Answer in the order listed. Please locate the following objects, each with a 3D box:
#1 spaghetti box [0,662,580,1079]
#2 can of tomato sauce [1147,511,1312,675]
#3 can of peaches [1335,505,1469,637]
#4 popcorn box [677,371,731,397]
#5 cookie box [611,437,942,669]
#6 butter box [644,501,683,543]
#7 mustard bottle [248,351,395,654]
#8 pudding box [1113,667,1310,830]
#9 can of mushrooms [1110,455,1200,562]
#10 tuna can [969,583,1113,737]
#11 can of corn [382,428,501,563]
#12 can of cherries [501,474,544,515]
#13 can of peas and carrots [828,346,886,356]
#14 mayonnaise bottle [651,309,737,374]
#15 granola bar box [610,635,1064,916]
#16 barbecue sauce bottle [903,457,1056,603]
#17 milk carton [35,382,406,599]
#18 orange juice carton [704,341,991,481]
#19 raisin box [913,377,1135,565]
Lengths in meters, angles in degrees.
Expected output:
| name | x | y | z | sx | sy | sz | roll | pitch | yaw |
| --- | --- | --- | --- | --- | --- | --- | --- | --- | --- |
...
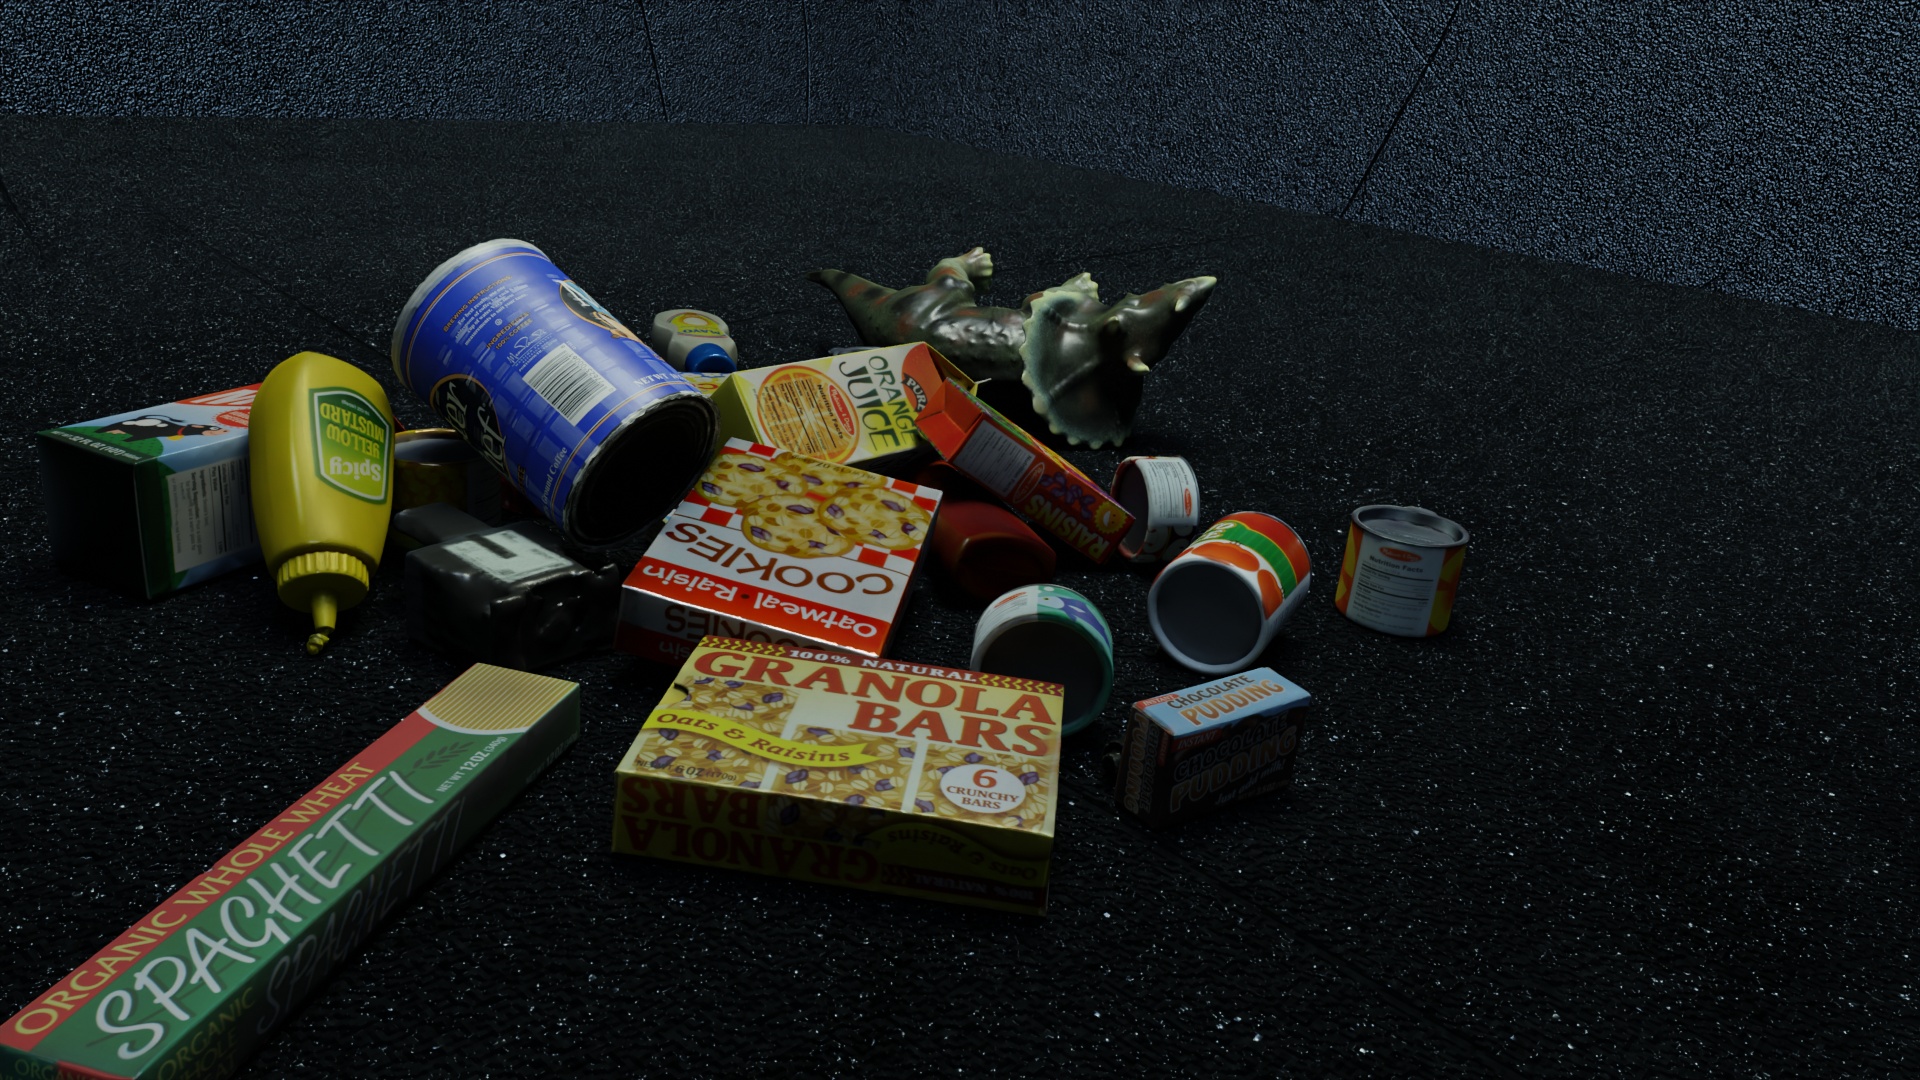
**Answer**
| name | x | y | z | sx | sy | sz | roll | pitch | yaw |
| --- | --- | --- | --- | --- | --- | --- | --- | --- | --- |
| spaghetti box | -0.212 | 0.109 | 0.482 | 0.050 | 0.028 | 0.251 | 9 | 21 | 10 |
| can of tomato sauce | 0.143 | 0.026 | 0.743 | 0.071 | 0.071 | 0.083 | 16 | 24 | 24 |
| can of peaches | 0.258 | 0.017 | 0.813 | 0.071 | 0.057 | 0.071 | 5 | 20 | -2 |
| popcorn box | -0.182 | -0.092 | 0.994 | 0.127 | 0.038 | 0.085 | 0 | 21 | -15 |
| cookie box | -0.086 | 0.013 | 0.703 | 0.123 | 0.040 | 0.168 | 15 | 30 | 2 |
| butter box | -0.134 | 0.003 | 0.782 | 0.053 | 0.024 | 0.104 | -9 | 26 | -33 |
| mustard bottle | -0.311 | -0.016 | 0.680 | 0.065 | 0.048 | 0.161 | 29 | 38 | -52 |
| pudding box | 0.109 | 0.088 | 0.599 | 0.084 | 0.049 | 0.030 | -9 | 27 | -35 |
| can of mushrooms | 0.118 | -0.018 | 0.856 | 0.033 | 0.070 | 0.071 | -1 | 22 | -16 |
| tuna can | 0.039 | 0.058 | 0.638 | 0.071 | 0.070 | 0.033 | 7 | 22 | 2 |
| can of corn | -0.289 | -0.025 | 0.763 | 0.071 | 0.058 | 0.071 | 6 | 21 | -2 |
| can of cherries | -0.252 | -0.052 | 0.844 | 0.071 | 0.058 | 0.072 | 6 | 22 | -2 |
| can of peas and carrots | -0.067 | -0.110 | 1.044 | 0.071 | 0.058 | 0.071 | 5 | 21 | -2 |
| mayonnaise bottle | -0.213 | -0.154 | 1.138 | 0.065 | 0.041 | 0.148 | 0 | 21 | -21 |
| granola bar box | -0.042 | 0.089 | 0.567 | 0.166 | 0.039 | 0.125 | 8 | 21 | 3 |
| barbecue sauce bottle | 0.003 | -0.010 | 0.829 | 0.065 | 0.043 | 0.149 | 12 | 17 | -23 |
| milk carton | -0.380 | -0.038 | 0.751 | 0.072 | 0.073 | 0.191 | 15 | 22 | 21 |
| orange juice carton | -0.068 | -0.074 | 0.885 | 0.193 | 0.073 | 0.071 | -17 | -11 | -41 |
| raisin box | 0.038 | -0.042 | 0.847 | 0.123 | 0.040 | 0.086 | 33 | 7 | -25 |
